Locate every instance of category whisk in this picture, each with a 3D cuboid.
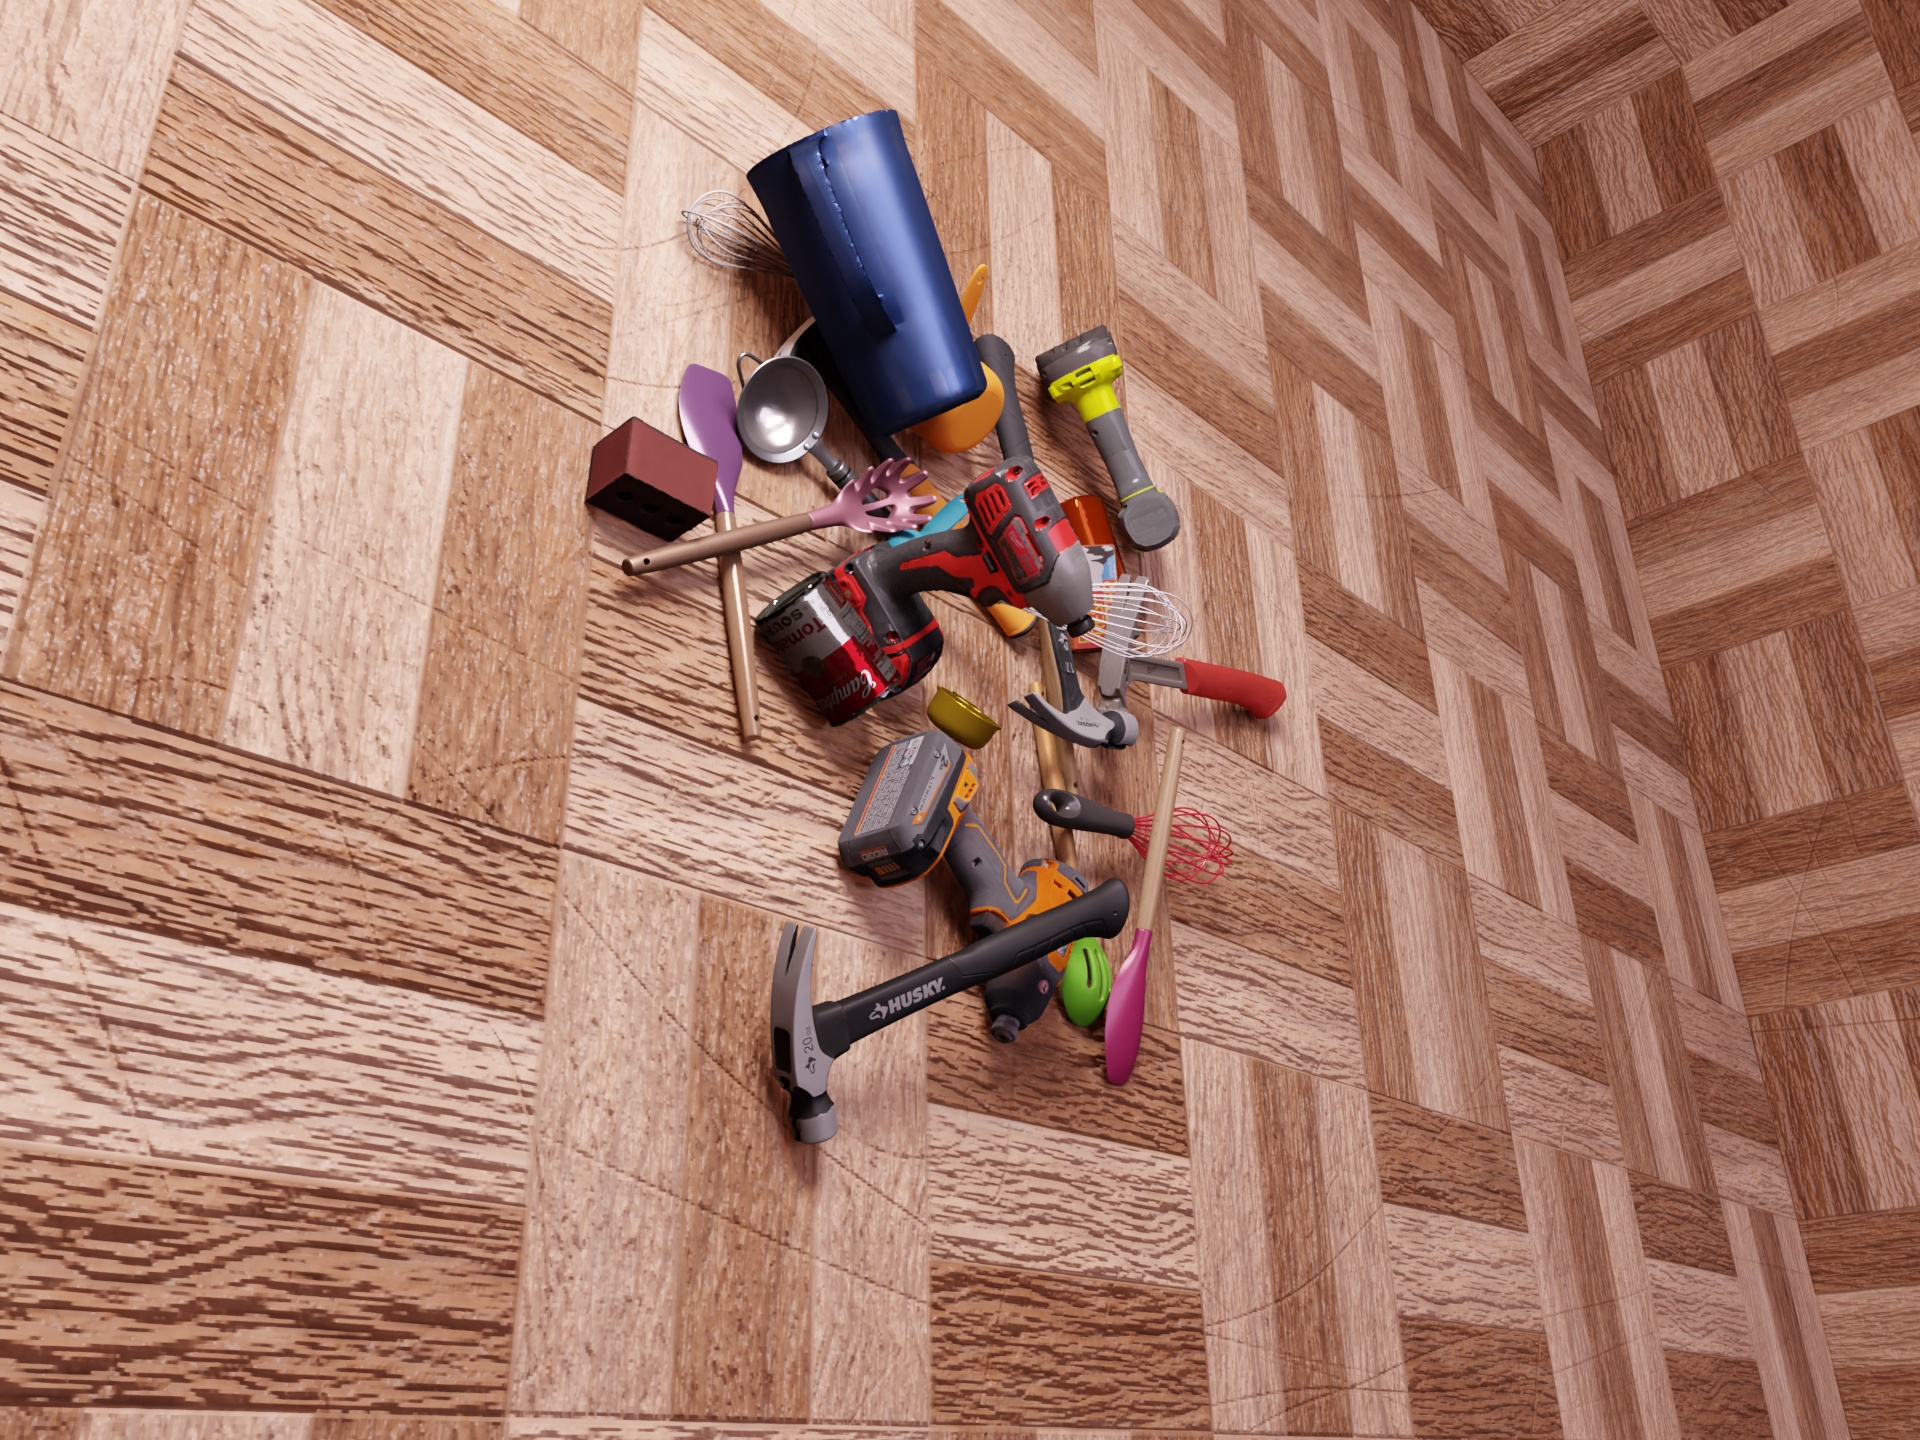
[{"bbox_3d":[0.060,-0.103,1.354,0.284,0.070,0.070,11,56,-6],"label":"whisk"},{"bbox_3d":[0.161,0.100,1.444,0.295,0.073,0.073,18,58,-47],"label":"whisk"},{"bbox_3d":[-0.142,-0.388,1.371,0.246,0.059,0.058,17,96,-49],"label":"whisk"}]

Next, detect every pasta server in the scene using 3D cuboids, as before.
[{"bbox_3d":[-0.133,-0.151,1.225,0.316,0.040,0.060,-24,95,-49],"label":"pasta server"}]

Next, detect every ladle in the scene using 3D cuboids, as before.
[{"bbox_3d":[0.081,-0.074,1.486,0.069,0.031,0.316,11,65,-46],"label":"ladle"}]

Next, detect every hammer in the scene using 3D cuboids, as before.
[{"bbox_3d":[0.244,-0.051,1.617,0.358,0.037,0.149,6,95,-55],"label":"hammer"},{"bbox_3d":[0.066,-0.171,1.458,0.149,0.036,0.409,8,64,-48],"label":"hammer"},{"bbox_3d":[-0.042,-0.201,1.396,0.336,0.034,0.127,51,39,-19],"label":"hammer"},{"bbox_3d":[0.003,0.176,1.161,0.334,0.035,0.146,-17,104,-39],"label":"hammer"}]

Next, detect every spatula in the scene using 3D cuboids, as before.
[{"bbox_3d":[-0.178,-0.134,1.211,0.059,0.018,0.316,11,62,-46],"label":"spatula"}]

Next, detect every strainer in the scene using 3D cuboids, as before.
[{"bbox_3d":[-0.108,-0.211,1.318,0.087,0.050,0.258,-52,125,-11],"label":"strainer"}]

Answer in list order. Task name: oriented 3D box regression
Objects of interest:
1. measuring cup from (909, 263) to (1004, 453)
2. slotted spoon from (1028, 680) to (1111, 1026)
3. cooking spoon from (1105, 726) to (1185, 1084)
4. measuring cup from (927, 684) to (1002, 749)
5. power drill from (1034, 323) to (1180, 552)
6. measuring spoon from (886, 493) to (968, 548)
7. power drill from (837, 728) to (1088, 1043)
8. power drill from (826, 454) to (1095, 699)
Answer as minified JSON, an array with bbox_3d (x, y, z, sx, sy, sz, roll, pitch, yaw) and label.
[{"bbox_3d":[0.009,-0.314,1.405,0.095,0.173,0.052,-22,56,-39],"label":"measuring cup"},{"bbox_3d":[0.091,0.110,1.399,0.070,0.031,0.314,18,57,-50],"label":"slotted spoon"},{"bbox_3d":[0.165,0.159,1.394,0.068,0.017,0.319,30,67,-54],"label":"cooking spoon"},{"bbox_3d":[-0.002,-0.004,1.299,0.062,0.029,0.156,34,3,-5],"label":"measuring cup"},{"bbox_3d":[0.158,-0.279,1.620,0.171,0.080,0.223,-48,114,-80],"label":"power drill"},{"bbox_3d":[-0.021,-0.170,1.352,0.042,0.021,0.129,26,45,17],"label":"measuring spoon"},{"bbox_3d":[0.008,0.135,1.245,0.226,0.084,0.164,48,43,-27],"label":"power drill"},{"bbox_3d":[0.002,-0.102,1.243,0.143,0.219,0.078,60,38,-8],"label":"power drill"}]
